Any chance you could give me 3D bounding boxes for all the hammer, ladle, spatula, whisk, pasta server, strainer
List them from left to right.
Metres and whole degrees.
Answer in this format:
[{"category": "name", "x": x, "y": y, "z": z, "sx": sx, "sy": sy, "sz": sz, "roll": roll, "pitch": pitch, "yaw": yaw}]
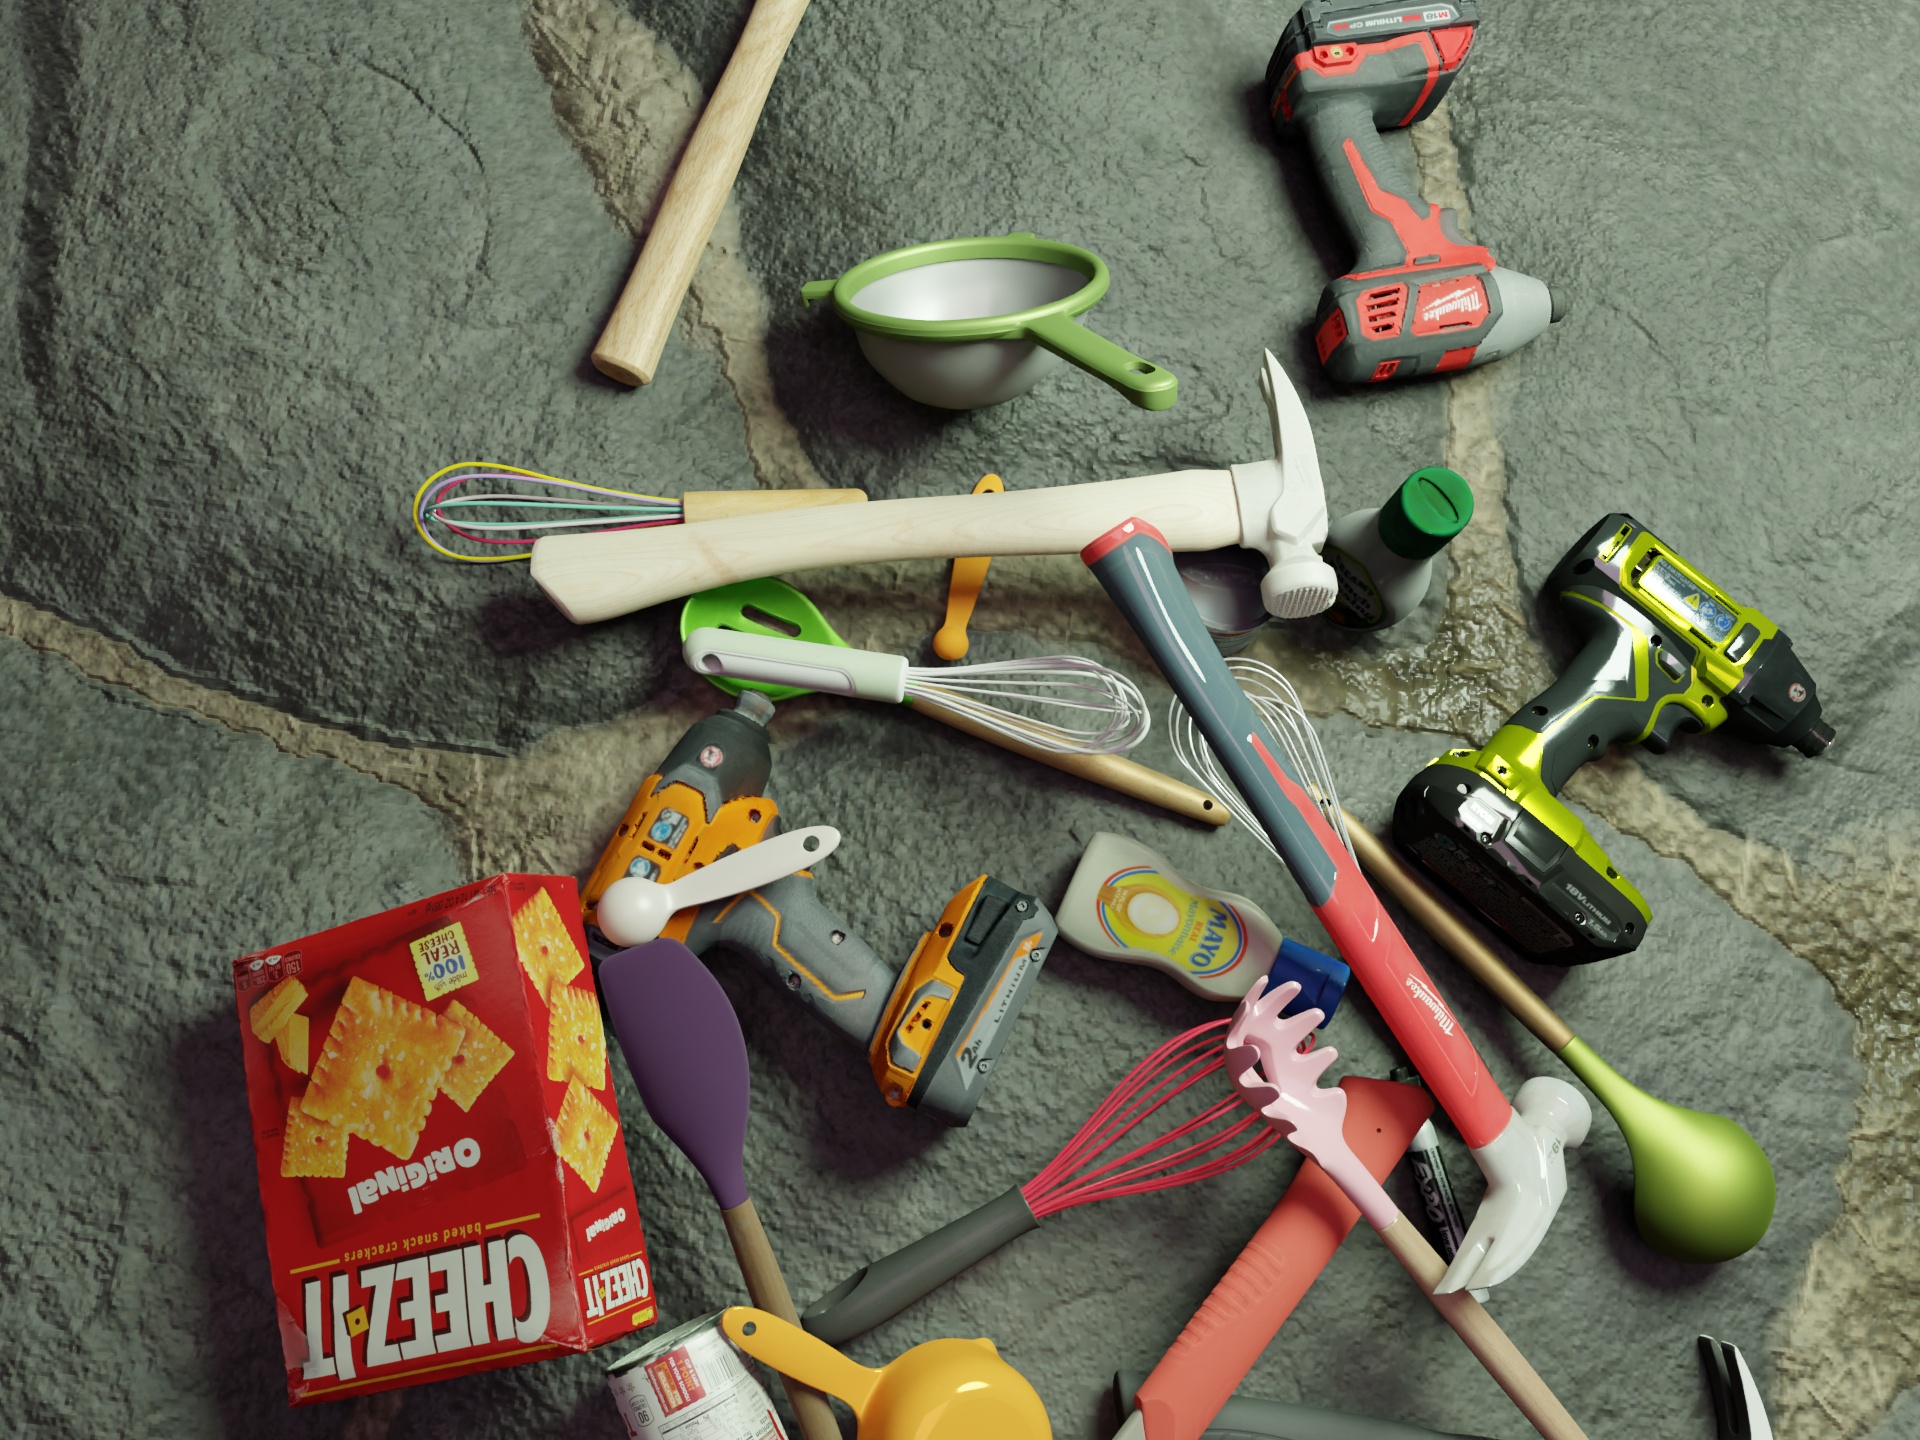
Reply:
[{"category": "whisk", "x": -0.173, "y": -0.117, "z": 0.869, "sx": 0.245, "sy": 0.051, "sz": 0.047, "roll": -2, "pitch": 71, "yaw": -8}, {"category": "hammer", "x": -0.140, "y": -0.346, "z": 0.930, "sx": 0.130, "sy": 0.031, "sz": 0.331, "roll": 20, "pitch": 76, "yaw": 1}, {"category": "spatula", "x": -0.097, "y": 0.255, "z": 0.763, "sx": 0.060, "sy": 0.018, "sz": 0.316, "roll": -19, "pitch": 92, "yaw": 8}, {"category": "whisk", "x": -0.023, "y": -0.019, "z": 0.827, "sx": 0.246, "sy": 0.057, "sz": 0.059, "roll": 9, "pitch": 45, "yaw": 0}, {"category": "hammer", "x": -0.018, "y": -0.108, "z": 0.835, "sx": 0.410, "sy": 0.038, "sz": 0.146, "roll": -5, "pitch": 68, "yaw": 1}, {"category": "strainer", "x": 0.033, "y": -0.188, "z": 0.837, "sx": 0.151, "sy": 0.069, "sz": 0.257, "roll": -20, "pitch": 37, "yaw": -22}, {"category": "whisk", "x": 0.051, "y": 0.232, "z": 0.794, "sx": 0.296, "sy": 0.073, "sz": 0.073, "roll": -29, "pitch": 80, "yaw": -5}, {"category": "hammer", "x": 0.117, "y": 0.316, "z": 0.747, "sx": 0.149, "sy": 0.036, "sz": 0.359, "roll": 45, "pitch": 70, "yaw": -3}, {"category": "hammer", "x": 0.166, "y": 0.078, "z": 0.755, "sx": 0.143, "sy": 0.038, "sz": 0.386, "roll": -35, "pitch": 92, "yaw": -45}, {"category": "whisk", "x": 0.200, "y": 0.093, "z": 0.834, "sx": 0.070, "sy": 0.070, "sz": 0.284, "roll": -32, "pitch": 89, "yaw": -10}, {"category": "pasta server", "x": 0.224, "y": 0.255, "z": 0.751, "sx": 0.316, "sy": 0.040, "sz": 0.060, "roll": 51, "pitch": 42, "yaw": -2}, {"category": "hammer", "x": 0.240, "y": 0.361, "z": 0.786, "sx": 0.334, "sy": 0.035, "sz": 0.146, "roll": 10, "pitch": 77, "yaw": -1}, {"category": "ladle", "x": 0.296, "y": 0.153, "z": 0.843, "sx": 0.078, "sy": 0.062, "sz": 0.320, "roll": -41, "pitch": 76, "yaw": -9}]

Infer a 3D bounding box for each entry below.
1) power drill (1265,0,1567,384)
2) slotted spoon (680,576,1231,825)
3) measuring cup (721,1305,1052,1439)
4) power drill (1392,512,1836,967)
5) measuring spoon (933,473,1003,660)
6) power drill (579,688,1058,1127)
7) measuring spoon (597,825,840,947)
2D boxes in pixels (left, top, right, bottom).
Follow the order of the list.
[{"category": "power drill", "x": 0.264, "y": -0.308, "z": 0.928, "sx": 0.143, "sy": 0.078, "sz": 0.220, "roll": -9, "pitch": 80, "yaw": -6}, {"category": "slotted spoon", "x": -0.001, "y": -0.003, "z": 0.861, "sx": 0.313, "sy": 0.031, "sz": 0.070, "roll": 21, "pitch": 76, "yaw": -1}, {"category": "measuring cup", "x": -0.033, "y": 0.321, "z": 0.742, "sx": 0.173, "sy": 0.052, "sz": 0.095, "roll": 34, "pitch": 73, "yaw": -16}, {"category": "power drill", "x": 0.355, "y": 0.017, "z": 0.856, "sx": 0.171, "sy": 0.080, "sz": 0.223, "roll": 41, "pitch": 74, "yaw": 6}, {"category": "measuring spoon", "x": 0.006, "y": -0.088, "z": 0.884, "sx": 0.021, "sy": 0.011, "sz": 0.117, "roll": 15, "pitch": 70, "yaw": -2}, {"category": "power drill", "x": -0.068, "y": 0.091, "z": 0.808, "sx": 0.226, "sy": 0.084, "sz": 0.164, "roll": 25, "pitch": 76, "yaw": 6}, {"category": "measuring spoon", "x": -0.117, "y": 0.075, "z": 0.766, "sx": 0.124, "sy": 0.018, "sz": 0.034, "roll": -21, "pitch": 72, "yaw": -3}]
